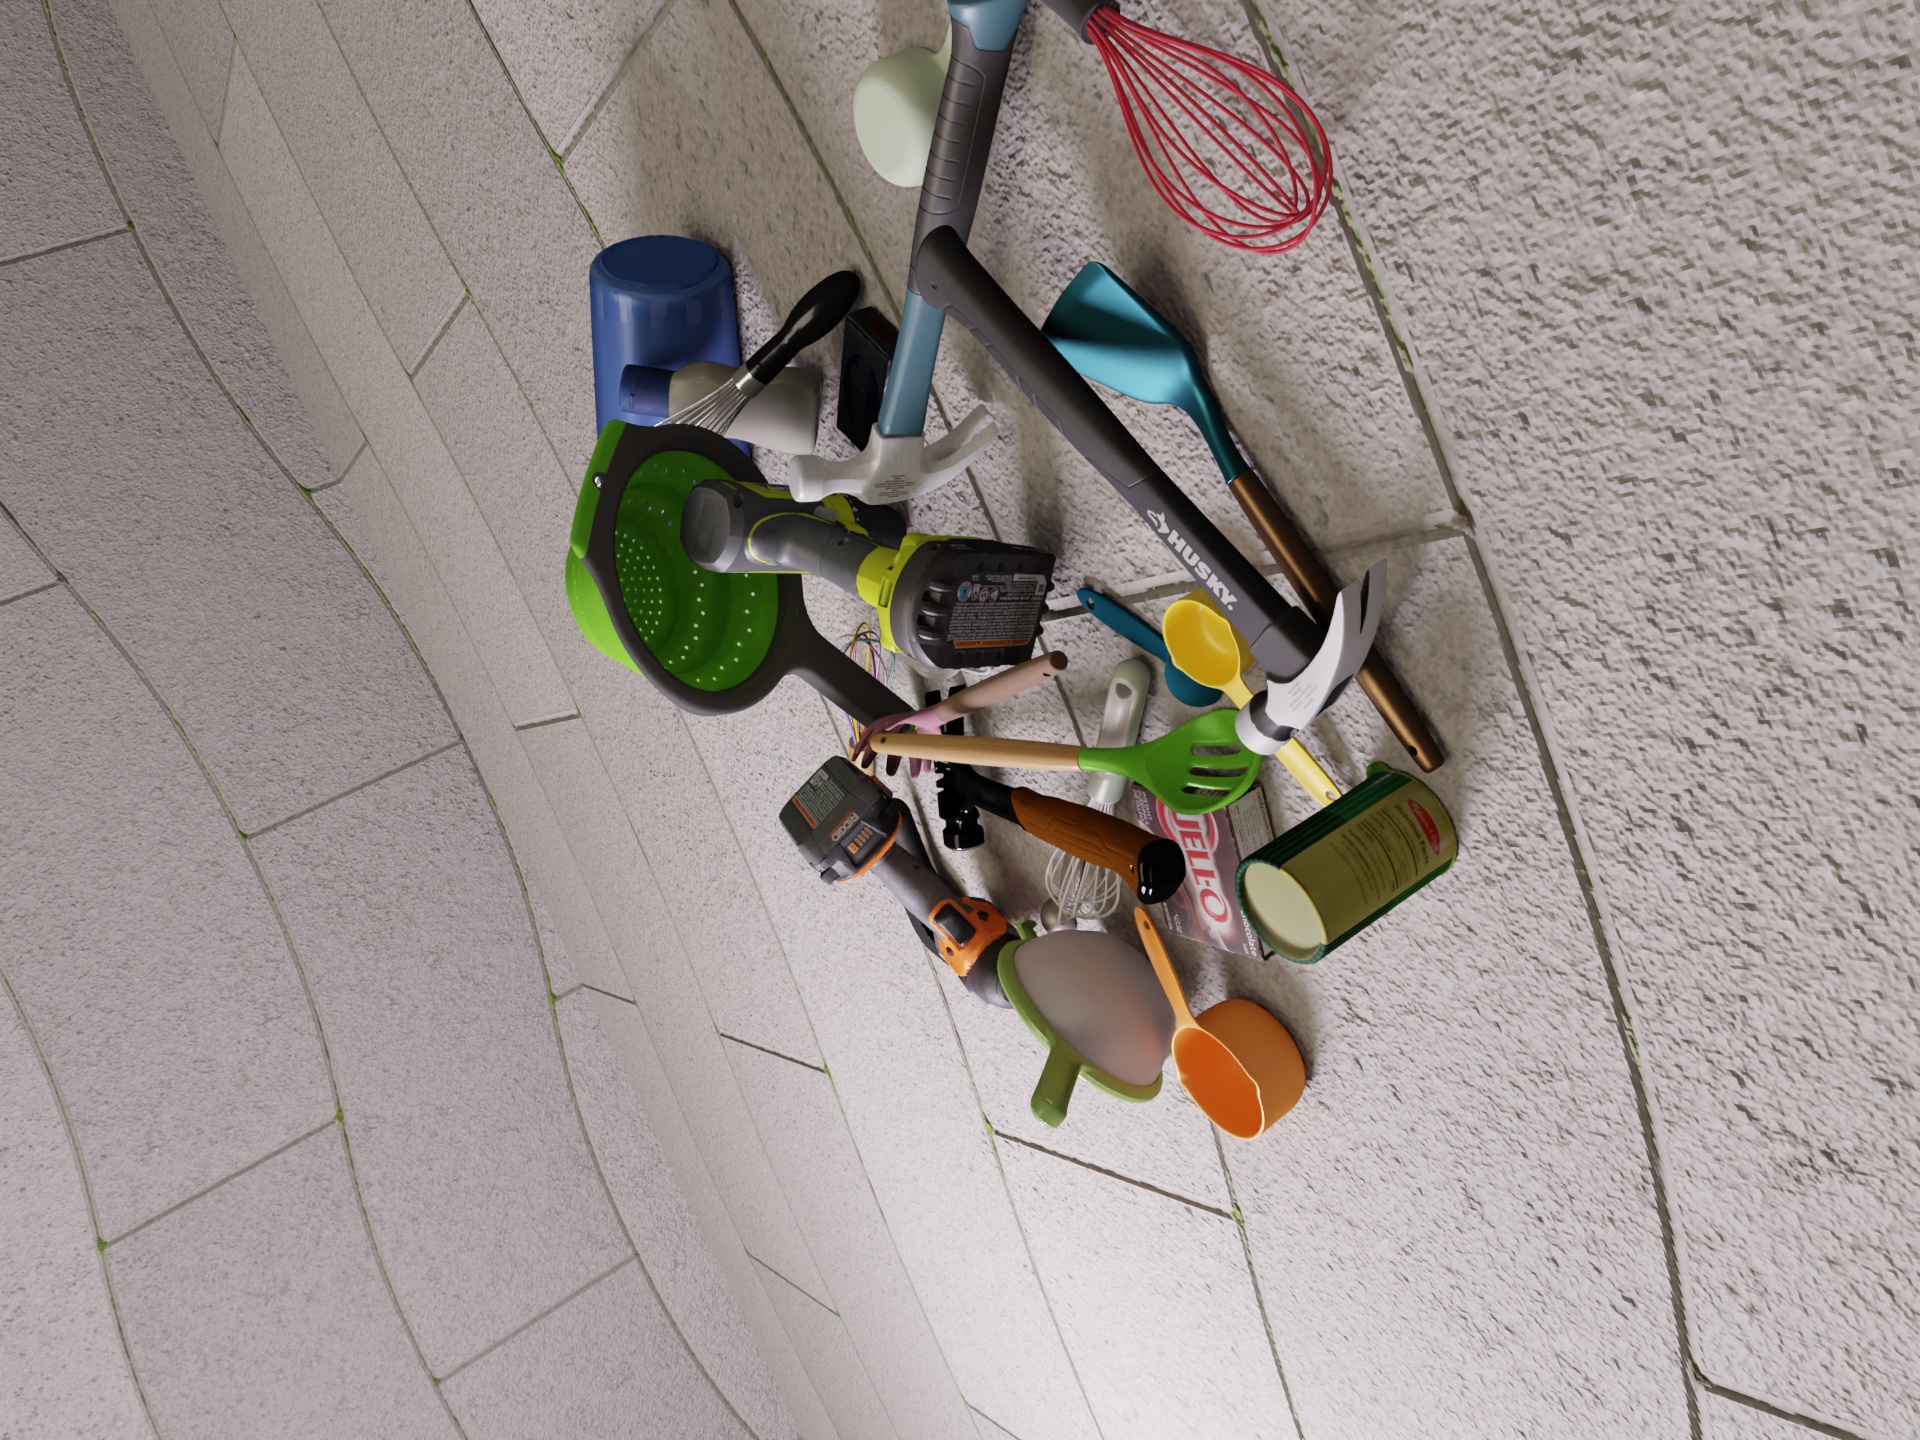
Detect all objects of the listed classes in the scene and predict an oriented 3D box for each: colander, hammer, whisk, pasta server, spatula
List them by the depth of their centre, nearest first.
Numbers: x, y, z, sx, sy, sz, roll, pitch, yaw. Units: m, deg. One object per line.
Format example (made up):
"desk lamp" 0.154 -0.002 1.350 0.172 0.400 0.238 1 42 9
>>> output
"whisk" 0.077 -0.323 0.762 0.296 0.073 0.073 56 153 27
"spatula" 0.154 -0.103 0.842 0.317 0.044 0.082 57 151 8
"hammer" 0.090 -0.139 0.846 0.335 0.035 0.146 50 152 11
"hammer" -0.016 -0.266 0.932 0.330 0.128 0.033 106 150 -42
"whisk" 0.097 0.054 1.085 0.058 0.059 0.246 27 136 20
"hammer" 0.055 0.057 1.087 0.337 0.034 0.127 -161 62 -66
"pasta server" -0.002 -0.004 1.100 0.316 0.060 0.040 157 127 -66
"whisk" -0.172 -0.225 1.151 0.284 0.070 0.070 -37 79 25
"colander" -0.166 -0.064 1.186 0.094 0.205 0.396 -8 148 33
"whisk" -0.083 0.003 1.370 0.244 0.051 0.047 93 165 -52

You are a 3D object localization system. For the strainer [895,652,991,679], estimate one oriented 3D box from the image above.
"strainer" -0.069 -0.111 1.234 0.259 0.050 0.086 47 134 34

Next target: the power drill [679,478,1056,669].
"power drill" -0.050 -0.108 1.078 0.229 0.190 0.080 25 109 36

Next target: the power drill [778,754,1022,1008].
"power drill" -0.029 0.137 1.244 0.226 0.084 0.164 44 177 -19

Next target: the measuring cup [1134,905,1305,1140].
"measuring cup" 0.173 0.194 1.076 0.173 0.052 0.095 65 153 -1

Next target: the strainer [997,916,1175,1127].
"strainer" 0.093 0.203 1.084 0.151 0.069 0.256 41 -165 3

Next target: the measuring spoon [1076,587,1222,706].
"measuring spoon" 0.110 -0.047 0.991 0.129 0.021 0.042 39 145 36

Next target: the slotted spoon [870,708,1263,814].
"slotted spoon" 0.060 0.021 1.030 0.314 0.070 0.031 3 156 40

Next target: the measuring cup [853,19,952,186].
"measuring cup" -0.020 -0.370 0.903 0.083 0.038 0.167 58 155 8

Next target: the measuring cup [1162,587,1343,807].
"measuring cup" 0.177 -0.012 0.912 0.156 0.029 0.062 51 149 4

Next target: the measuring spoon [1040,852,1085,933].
"measuring spoon" 0.078 0.128 1.216 0.034 0.018 0.124 46 148 29
